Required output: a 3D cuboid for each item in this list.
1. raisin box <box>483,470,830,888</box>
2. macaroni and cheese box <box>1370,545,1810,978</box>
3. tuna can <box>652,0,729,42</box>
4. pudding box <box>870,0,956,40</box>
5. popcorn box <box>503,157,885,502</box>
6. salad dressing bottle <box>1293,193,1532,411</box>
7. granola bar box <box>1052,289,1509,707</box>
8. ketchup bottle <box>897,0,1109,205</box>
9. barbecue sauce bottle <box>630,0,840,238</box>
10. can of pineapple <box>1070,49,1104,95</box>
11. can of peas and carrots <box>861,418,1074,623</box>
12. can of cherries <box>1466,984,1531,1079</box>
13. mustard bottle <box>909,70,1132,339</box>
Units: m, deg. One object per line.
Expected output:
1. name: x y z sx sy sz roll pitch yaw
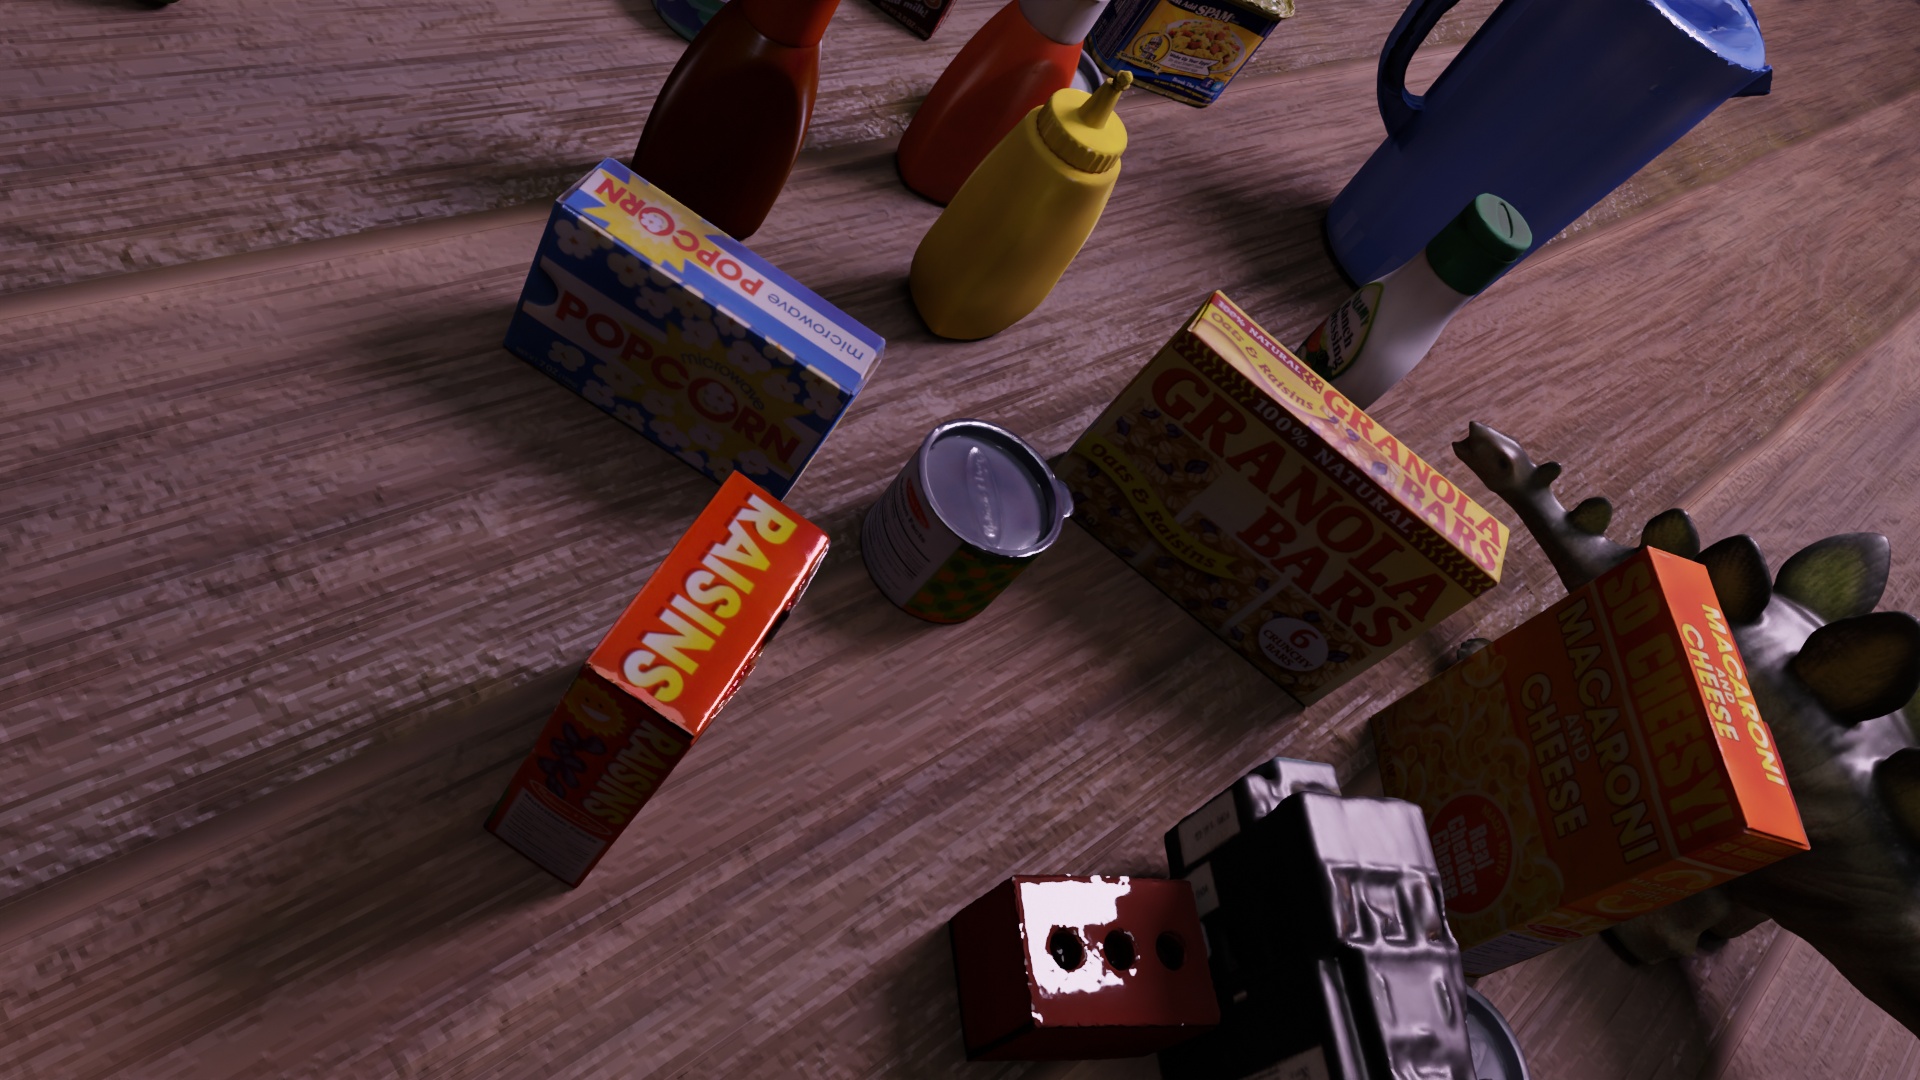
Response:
1. raisin box: -0.095 0.046 0.430 0.040 0.122 0.086 36 47 -6
2. macaroni and cheese box: 0.252 0.097 0.584 0.040 0.165 0.124 16 52 -22
3. tuna can: -0.124 -0.283 0.706 0.071 0.032 0.071 17 52 -22
4. pudding box: -0.037 -0.329 0.782 0.083 0.049 0.030 33 47 -8
5. popcorn box: -0.103 -0.076 0.537 0.126 0.084 0.038 33 47 -8
6. salad dressing bottle: 0.237 -0.122 0.742 0.044 0.147 0.064 24 49 -17
7. granola bar box: 0.135 -0.014 0.617 0.165 0.123 0.039 39 47 -3
8. ketchup bottle: 0.027 -0.228 0.683 0.065 0.148 0.044 5 57 -30
9. barbecue sauce bottle: -0.089 -0.193 0.585 0.065 0.147 0.044 13 53 -25
10. can of pineapple: 0.038 -0.237 0.759 0.071 0.057 0.071 17 52 -22
11. can of peas and carrots: 0.002 -0.007 0.573 0.071 0.058 0.071 17 52 -22
12. can of cherries: 0.171 0.205 0.531 0.071 0.058 0.072 17 52 -22
13. mustard bottle: 0.034 -0.155 0.628 0.065 0.159 0.049 -12 67 -38
